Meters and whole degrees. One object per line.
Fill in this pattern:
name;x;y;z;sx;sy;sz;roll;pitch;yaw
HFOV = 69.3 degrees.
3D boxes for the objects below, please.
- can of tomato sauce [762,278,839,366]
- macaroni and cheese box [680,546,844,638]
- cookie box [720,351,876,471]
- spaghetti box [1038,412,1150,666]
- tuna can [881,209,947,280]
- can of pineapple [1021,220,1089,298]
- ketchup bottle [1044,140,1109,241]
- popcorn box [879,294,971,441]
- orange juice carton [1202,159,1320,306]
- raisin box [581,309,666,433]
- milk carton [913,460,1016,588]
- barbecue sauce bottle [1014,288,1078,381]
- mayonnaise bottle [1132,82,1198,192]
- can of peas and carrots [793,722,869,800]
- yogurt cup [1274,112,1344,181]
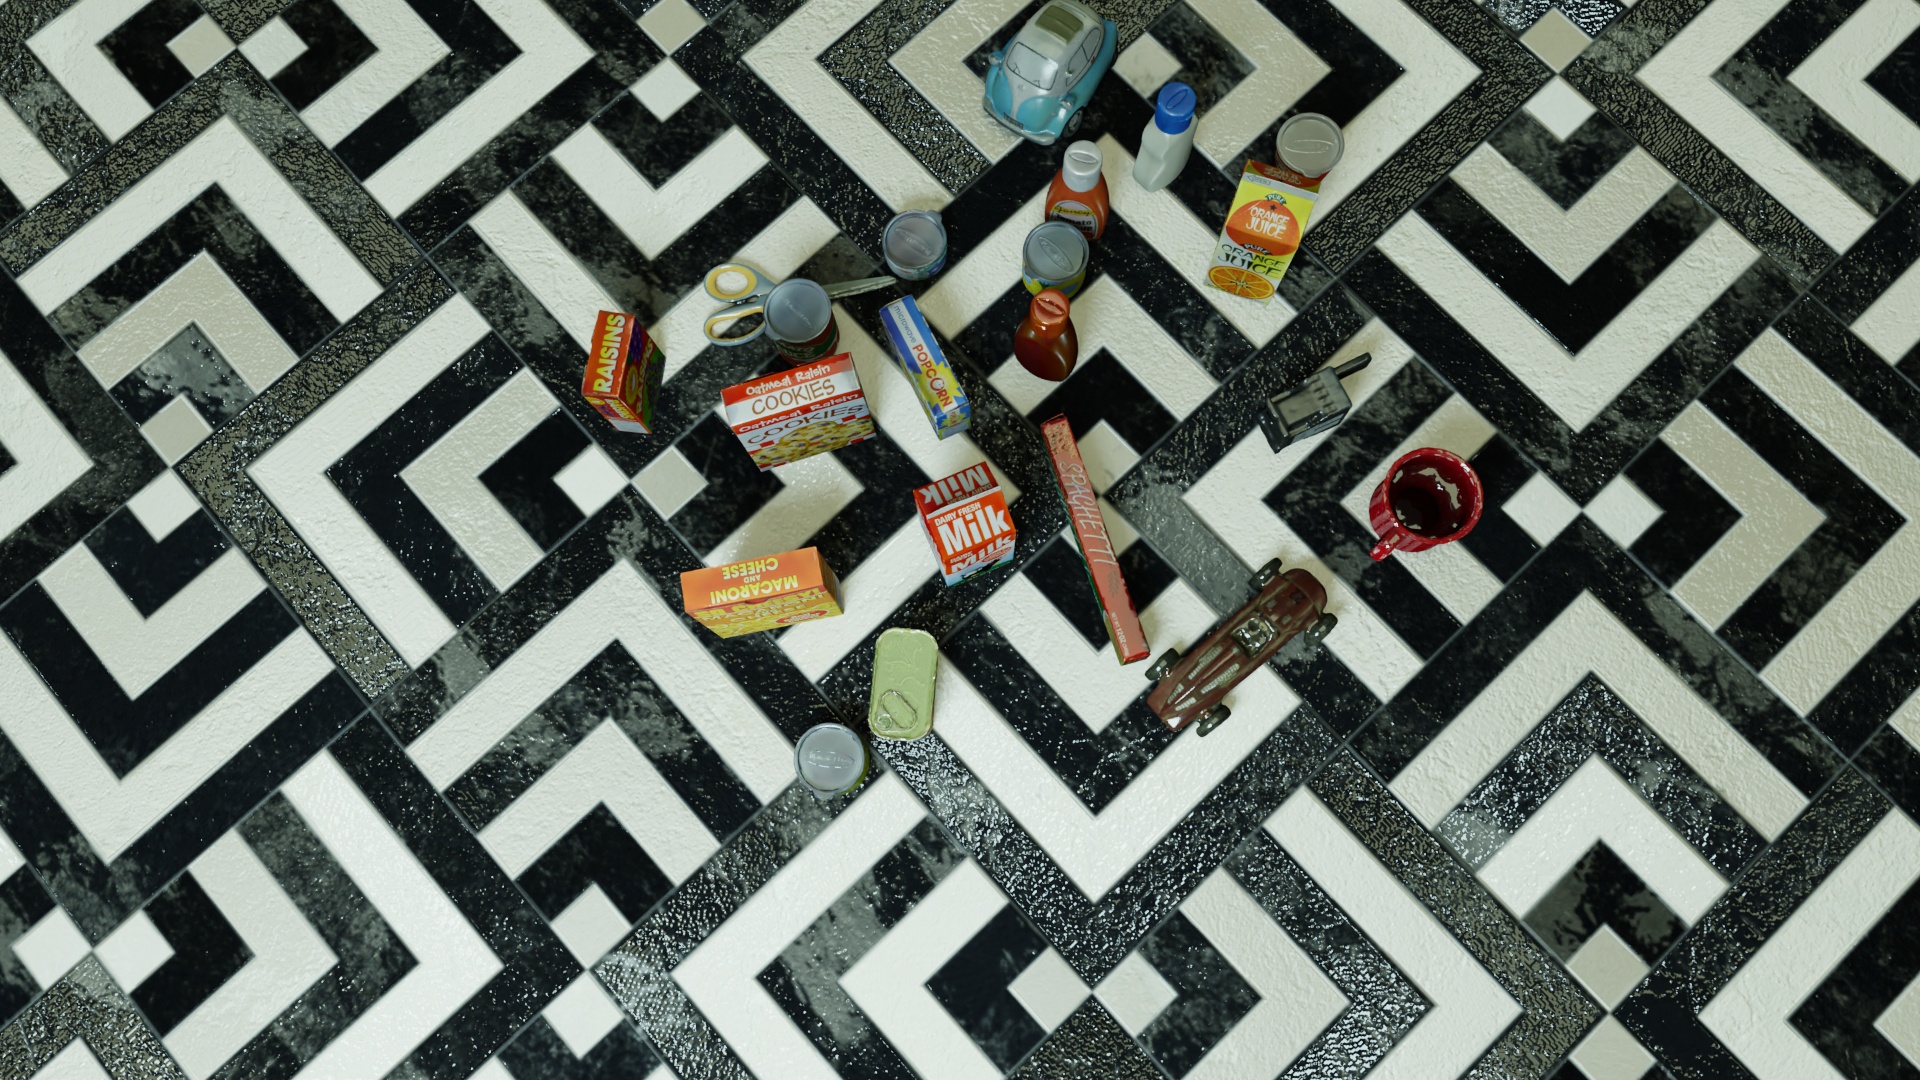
can of tomato sauce;-0.158;-0.213;1.382;0.071;0.083;0.071;0;79;2
macaroni and cheese box;-0.178;0.051;1.284;0.124;0.166;0.040;-11;79;-1
cookie box;-0.150;-0.121;1.319;0.123;0.167;0.040;-17;79;-2
spaghetti box;0.128;-0.001;1.347;0.029;0.050;0.250;-18;78;-2
tuna can;-0.045;-0.304;1.424;0.071;0.032;0.071;0;78;1
can of pineapple;0.093;-0.280;1.402;0.071;0.057;0.071;0;78;1
ketchup bottle;0.117;-0.345;1.369;0.065;0.148;0.043;13;79;4
popcorn box;-0.034;-0.169;1.368;0.038;0.085;0.127;-27;79;-4
orange juice carton;0.290;-0.300;1.333;0.072;0.192;0.073;20;80;5
raisin box;-0.327;-0.162;1.355;0.040;0.123;0.086;8;79;3
milk carton;0.005;-0.016;1.281;0.072;0.190;0.073;-23;79;-3
barbecue sauce bottle;0.084;-0.199;1.339;0.065;0.148;0.044;30;81;7
mayonnaise bottle;0.206;-0.402;1.379;0.065;0.148;0.041;-44;81;-7
can of peas and carrots;-0.120;0.209;1.304;0.071;0.058;0.071;0;78;1
yogurt cup;0.353;-0.395;1.422;0.072;0.054;0.072;0;78;1
